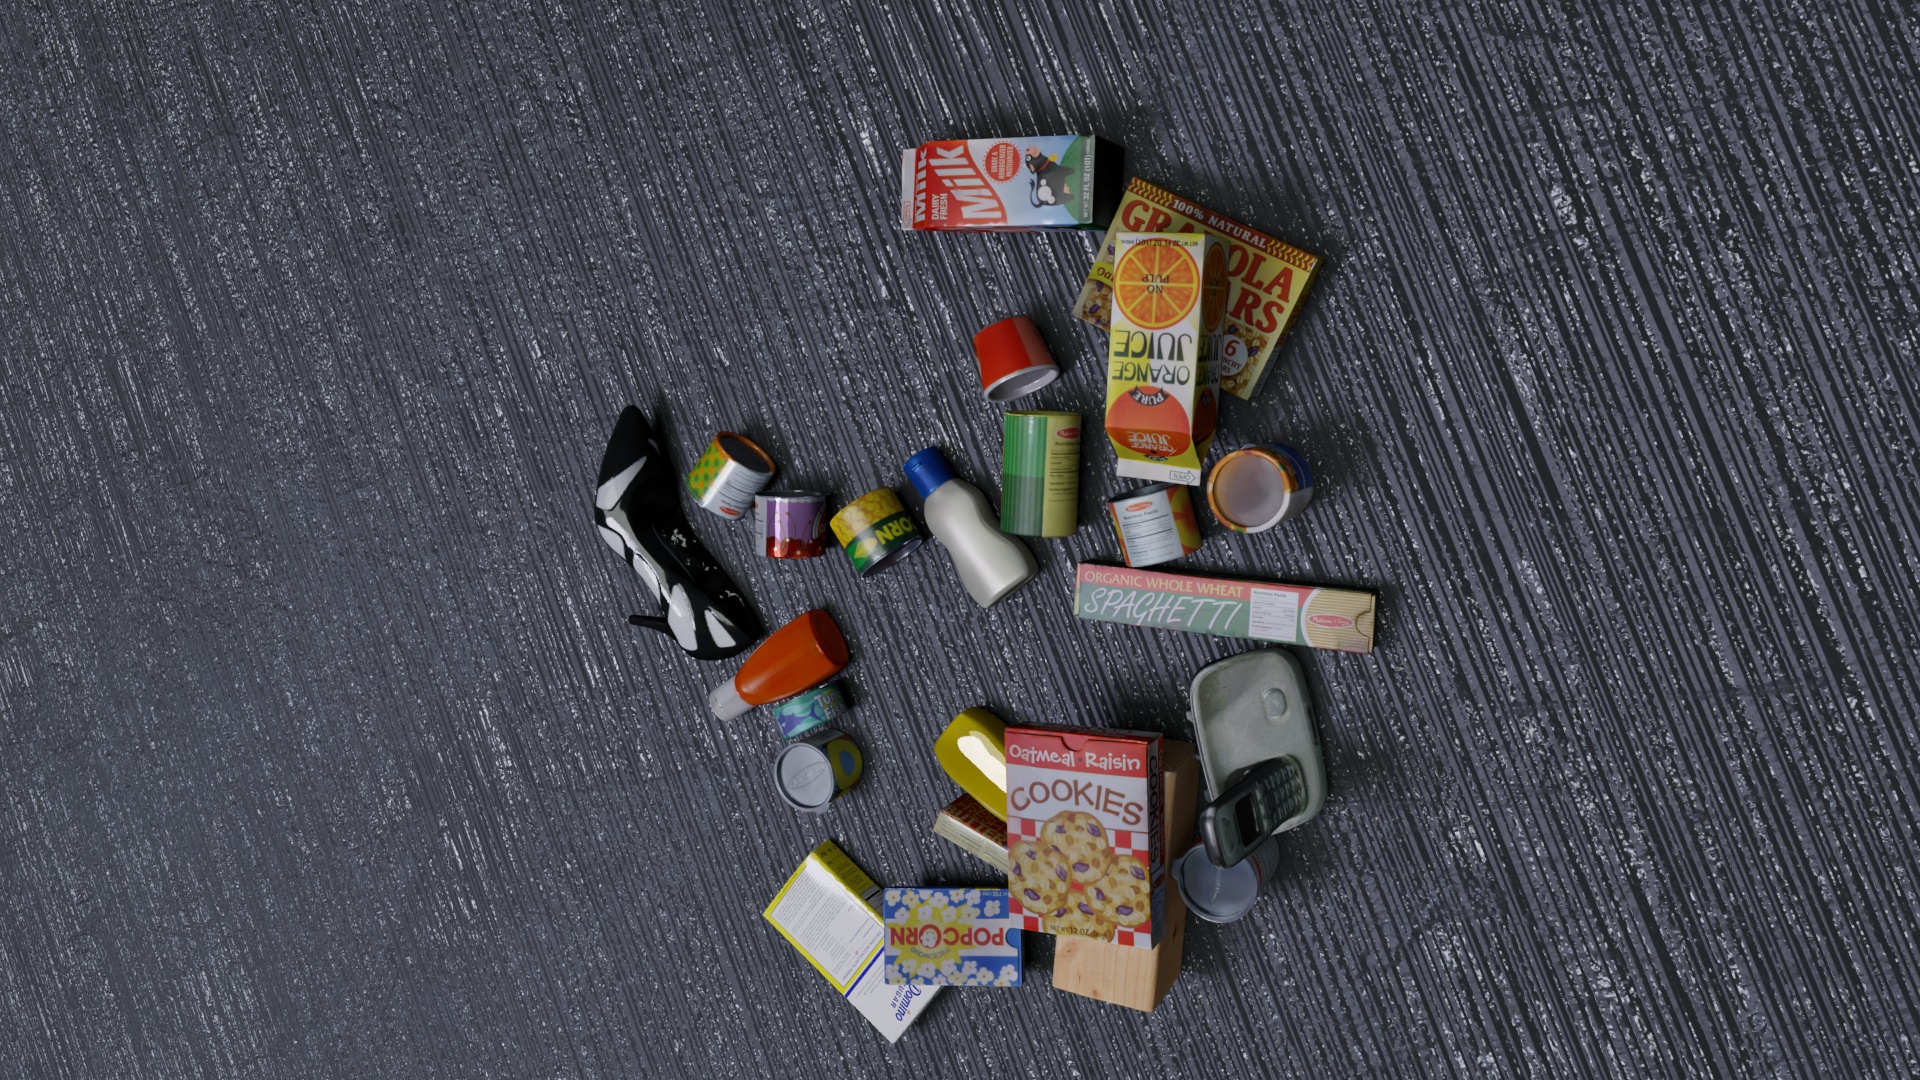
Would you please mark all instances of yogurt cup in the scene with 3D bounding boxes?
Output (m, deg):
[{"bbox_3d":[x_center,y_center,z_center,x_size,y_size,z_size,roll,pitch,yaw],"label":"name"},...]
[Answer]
[{"bbox_3d":[0.045,-0.156,1.184,0.072,0.072,0.054,-24,78,26],"label":"yogurt cup"}]

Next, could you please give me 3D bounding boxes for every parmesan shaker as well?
[{"bbox_3d":[0.066,-0.057,1.181,0.071,0.071,0.103,6,99,24],"label":"parmesan shaker"}]

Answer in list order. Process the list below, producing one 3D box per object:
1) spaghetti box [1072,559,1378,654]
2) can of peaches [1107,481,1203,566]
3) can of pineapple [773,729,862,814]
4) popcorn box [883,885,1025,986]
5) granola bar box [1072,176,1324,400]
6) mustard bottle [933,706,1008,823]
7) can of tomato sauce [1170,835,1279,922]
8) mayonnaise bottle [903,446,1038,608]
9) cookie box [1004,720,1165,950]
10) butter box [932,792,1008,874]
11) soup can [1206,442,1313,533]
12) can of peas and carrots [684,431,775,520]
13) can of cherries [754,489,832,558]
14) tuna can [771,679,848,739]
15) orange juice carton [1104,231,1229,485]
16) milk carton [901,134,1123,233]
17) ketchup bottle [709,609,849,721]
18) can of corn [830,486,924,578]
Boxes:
[{"bbox_3d":[0.215,0.052,1.147,0.250,0.029,0.050,6,99,24],"label":"spaghetti box"},{"bbox_3d":[0.162,-0.015,1.143,0.071,0.071,0.058,-14,96,26],"label":"can of peaches"},{"bbox_3d":[-0.133,0.218,1.313,0.071,0.058,0.071,3,98,25],"label":"can of pineapple"},{"bbox_3d":[-0.005,0.356,1.253,0.127,0.038,0.085,-3,78,11],"label":"popcorn box"},{"bbox_3d":[0.191,-0.204,1.123,0.166,0.039,0.123,30,109,19],"label":"granola bar box"},{"bbox_3d":[0.050,0.220,1.232,0.160,0.049,0.065,43,112,14],"label":"mustard bottle"},{"bbox_3d":[0.218,0.266,1.139,0.071,0.083,0.071,3,98,25],"label":"can of tomato sauce"},{"bbox_3d":[0.004,-0.015,1.232,0.064,0.041,0.148,-39,78,22],"label":"mayonnaise bottle"},{"bbox_3d":[0.100,0.233,1.113,0.123,0.040,0.167,1,96,26],"label":"cookie box"},{"bbox_3d":[0.031,0.266,1.244,0.103,0.053,0.024,27,110,21],"label":"butter box"},{"bbox_3d":[0.235,-0.044,1.096,0.071,0.084,0.071,3,97,25],"label":"soup can"},{"bbox_3d":[-0.219,-0.063,1.317,0.071,0.071,0.058,44,111,14],"label":"can of peas and carrots"},{"bbox_3d":[-0.155,-0.016,1.293,0.071,0.071,0.058,4,98,25],"label":"can of cherries"},{"bbox_3d":[-0.139,0.158,1.304,0.071,0.071,0.033,-27,86,25],"label":"tuna can"},{"bbox_3d":[0.160,-0.141,1.082,0.072,0.073,0.192,7,101,25],"label":"orange juice carton"},{"bbox_3d":[0.035,-0.297,1.166,0.190,0.073,0.072,6,99,25],"label":"milk carton"},{"bbox_3d":[-0.178,0.126,1.331,0.148,0.043,0.065,-33,76,25],"label":"ketchup bottle"},{"bbox_3d":[-0.074,-0.009,1.254,0.071,0.071,0.058,-37,80,24],"label":"can of corn"}]
